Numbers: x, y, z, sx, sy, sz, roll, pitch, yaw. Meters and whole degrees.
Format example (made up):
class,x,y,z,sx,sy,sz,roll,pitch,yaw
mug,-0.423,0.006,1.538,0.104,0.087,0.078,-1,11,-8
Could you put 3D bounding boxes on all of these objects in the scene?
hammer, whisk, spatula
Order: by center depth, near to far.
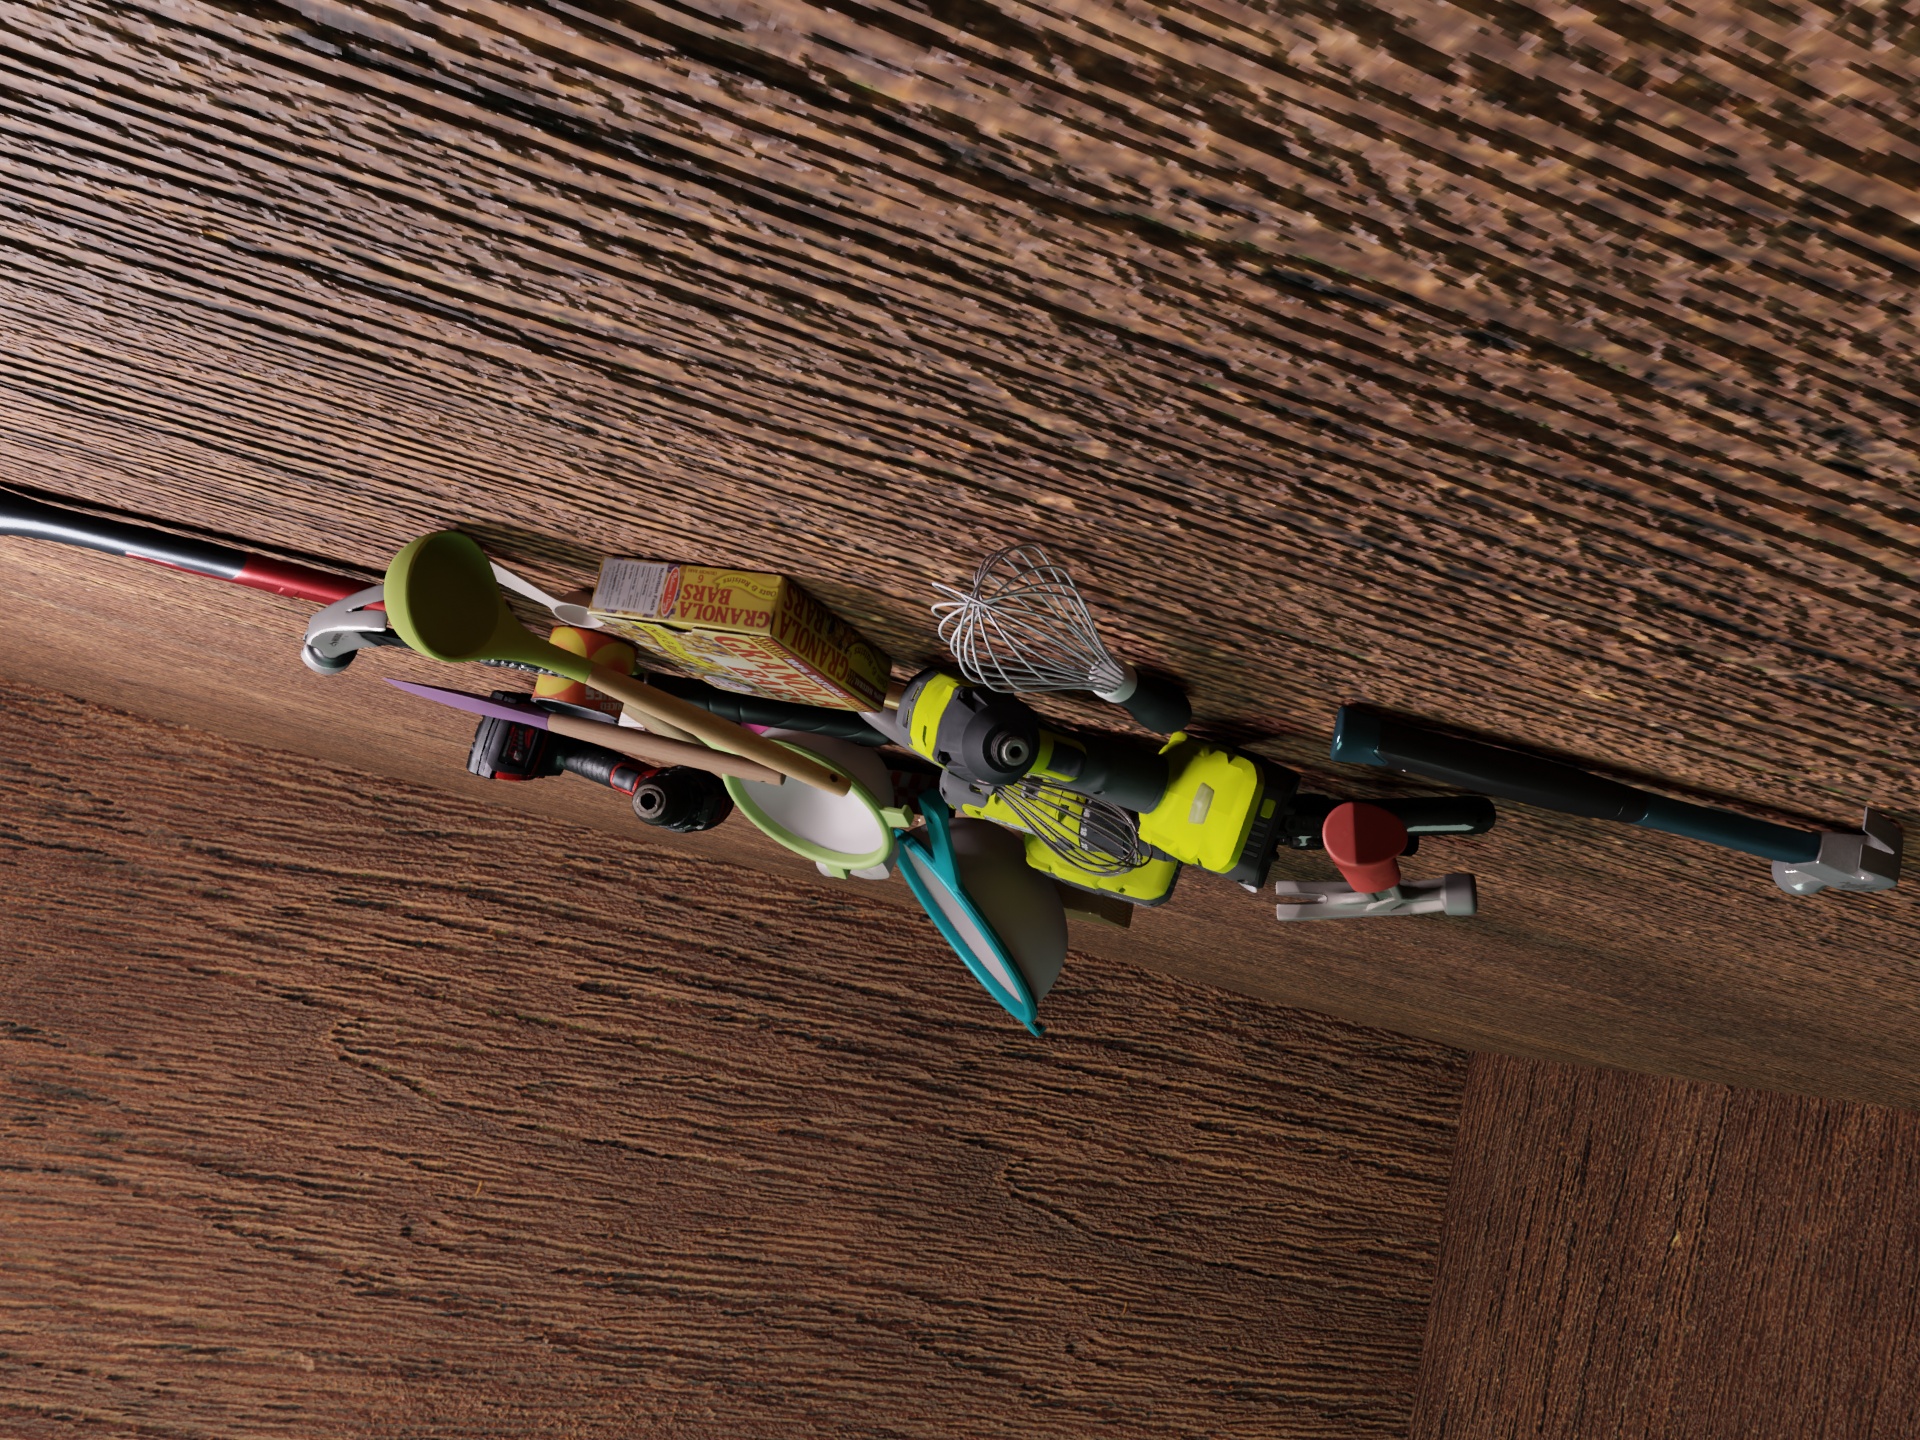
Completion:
class,x,y,z,sx,sy,sz,roll,pitch,yaw
whisk,0.068,-0.027,0.819,0.070,0.070,0.284,7,173,28
hammer,0.363,0.045,0.890,0.331,0.033,0.128,14,170,-4
hammer,0.264,0.101,1.059,0.149,0.037,0.358,-4,167,18
hammer,-0.233,-0.029,1.103,0.408,0.036,0.149,11,165,-27
hammer,-0.510,-0.112,1.112,0.386,0.038,0.143,13,168,-2
whisk,0.027,0.040,1.114,0.239,0.055,0.055,30,172,11
spatula,-0.277,0.007,1.174,0.316,0.018,0.059,13,170,12
hammer,-0.179,0.047,1.337,0.331,0.031,0.130,38,153,-32

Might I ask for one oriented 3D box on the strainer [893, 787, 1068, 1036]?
class,x,y,z,sx,sy,sz,roll,pitch,yaw
strainer,0.025,0.127,1.371,0.211,0.095,0.340,48,165,28

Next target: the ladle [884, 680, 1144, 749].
class,x,y,z,sx,sy,sz,roll,pitch,yaw
ladle,-0.002,-0.003,1.093,0.315,0.031,0.069,16,173,-6

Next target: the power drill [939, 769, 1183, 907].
class,x,y,z,sx,sy,sz,roll,pitch,yaw
power drill,0.105,0.083,1.238,0.191,0.080,0.228,16,170,22

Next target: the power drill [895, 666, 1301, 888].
class,x,y,z,sx,sy,sz,roll,pitch,yaw
power drill,0.083,0.030,0.966,0.223,0.080,0.171,18,-177,-17

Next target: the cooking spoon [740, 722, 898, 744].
class,x,y,z,sx,sy,sz,roll,pitch,yaw
cooking spoon,-0.092,0.011,1.292,0.068,0.017,0.319,20,168,-33

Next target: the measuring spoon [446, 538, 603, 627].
class,x,y,z,sx,sy,sz,roll,pitch,yaw
measuring spoon,-0.277,-0.093,1.008,0.034,0.018,0.124,-12,148,43

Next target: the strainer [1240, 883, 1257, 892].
class,x,y,z,sx,sy,sz,roll,pitch,yaw
strainer,0.213,0.101,1.233,0.087,0.050,0.258,47,-177,4

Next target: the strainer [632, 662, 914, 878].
class,x,y,z,sx,sy,sz,roll,pitch,yaw
strainer,-0.150,0.016,1.251,0.256,0.069,0.151,37,147,-7

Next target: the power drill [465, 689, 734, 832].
class,x,y,z,sx,sy,sz,roll,pitch,yaw
power drill,-0.327,0.045,1.446,0.227,0.080,0.188,19,-179,7

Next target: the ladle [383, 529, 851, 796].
class,x,y,z,sx,sy,sz,roll,pitch,yaw
ladle,-0.204,-0.023,0.994,0.320,0.078,0.062,26,151,-21
